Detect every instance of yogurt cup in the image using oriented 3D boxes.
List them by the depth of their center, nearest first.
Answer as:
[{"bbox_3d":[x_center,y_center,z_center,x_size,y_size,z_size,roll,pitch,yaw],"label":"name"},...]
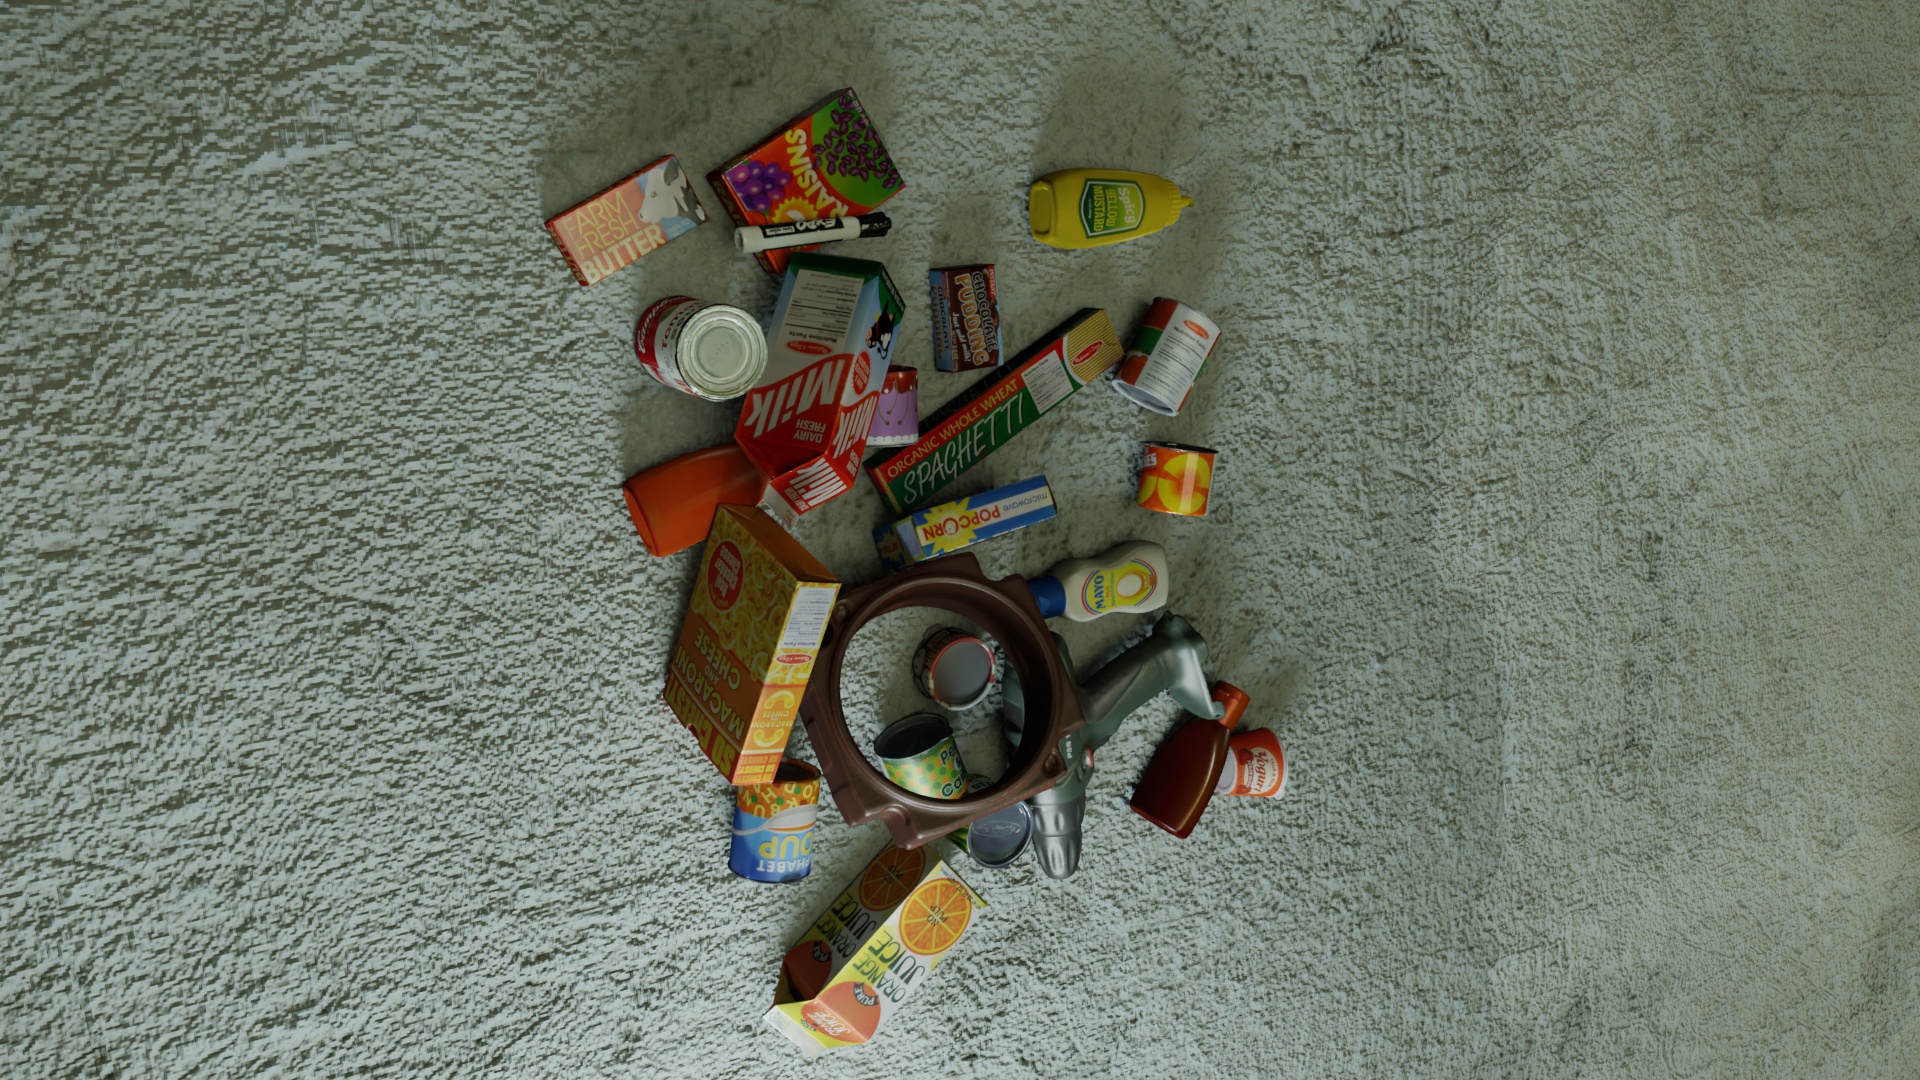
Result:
[{"bbox_3d":[0.276,0.216,1.344,0.054,0.072,0.072,-1,102,-21],"label":"yogurt cup"}]

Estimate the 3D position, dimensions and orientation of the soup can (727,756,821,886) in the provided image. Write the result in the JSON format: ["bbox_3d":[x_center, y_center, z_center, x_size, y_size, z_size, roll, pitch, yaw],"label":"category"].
[{"bbox_3d":[-0.145,0.222,1.102,0.071,0.071,0.083,3,99,-30],"label":"soup can"}]

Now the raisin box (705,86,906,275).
[{"bbox_3d":[-0.113,-0.267,1.033,0.124,0.040,0.086,-38,117,-16],"label":"raisin box"}]

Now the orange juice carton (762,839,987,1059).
[{"bbox_3d":[-0.076,0.344,1.166,0.193,0.073,0.071,-46,119,-13],"label":"orange juice carton"}]

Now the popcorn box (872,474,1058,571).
[{"bbox_3d":[0.004,-0.014,1.124,0.127,0.085,0.038,-18,90,-25],"label":"popcorn box"}]

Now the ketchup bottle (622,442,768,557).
[{"bbox_3d":[-0.174,-0.044,1.044,0.149,0.043,0.064,-27,115,-22],"label":"ketchup bottle"}]

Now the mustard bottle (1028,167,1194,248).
[{"bbox_3d":[0.135,-0.281,1.163,0.161,0.049,0.065,-12,108,-27],"label":"mustard bottle"}]

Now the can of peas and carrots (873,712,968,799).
[{"bbox_3d":[-0.030,0.186,1.160,0.071,0.071,0.058,-28,114,-21],"label":"can of peas and carrots"}]

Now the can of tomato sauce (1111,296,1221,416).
[{"bbox_3d":[0.178,-0.159,1.206,0.071,0.071,0.083,30,86,-31],"label":"can of tomato sauce"}]

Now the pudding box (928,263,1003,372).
[{"bbox_3d":[0.005,-0.180,1.124,0.050,0.030,0.083,-12,107,-28],"label":"pudding box"}]

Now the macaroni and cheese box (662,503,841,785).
[{"bbox_3d":[-0.157,0.074,1.011,0.040,0.124,0.166,5,113,-40],"label":"macaroni and cheese box"}]

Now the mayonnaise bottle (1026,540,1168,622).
[{"bbox_3d":[0.115,0.042,1.227,0.148,0.041,0.064,-12,106,-28],"label":"mayonnaise bottle"}]

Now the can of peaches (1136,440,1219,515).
[{"bbox_3d":[0.191,-0.056,1.236,0.071,0.071,0.058,1,101,-30],"label":"can of peaches"}]

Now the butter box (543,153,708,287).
[{"bbox_3d":[-0.235,-0.226,0.981,0.104,0.024,0.053,-35,116,-19],"label":"butter box"}]

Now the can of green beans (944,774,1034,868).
[{"bbox_3d":[0.021,0.243,1.208,0.071,0.058,0.071,-7,104,-28],"label":"can of green beans"}]

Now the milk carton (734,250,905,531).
[{"bbox_3d":[-0.105,-0.106,1.004,0.072,0.073,0.191,59,44,-68],"label":"milk carton"}]

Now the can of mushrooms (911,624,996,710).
[{"bbox_3d":[-0.006,0.107,1.178,0.071,0.033,0.071,-7,105,-27],"label":"can of mushrooms"}]

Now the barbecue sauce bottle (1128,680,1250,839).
[{"bbox_3d":[0.222,0.203,1.311,0.149,0.065,0.043,-58,145,-10],"label":"barbecue sauce bottle"}]

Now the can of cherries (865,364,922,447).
[{"bbox_3d":[-0.064,-0.106,1.081,0.072,0.071,0.058,-7,103,-28],"label":"can of cherries"}]

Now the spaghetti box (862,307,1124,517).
[{"bbox_3d":[0.030,-0.110,1.153,0.251,0.029,0.050,-36,116,-18],"label":"spaghetti box"}]
